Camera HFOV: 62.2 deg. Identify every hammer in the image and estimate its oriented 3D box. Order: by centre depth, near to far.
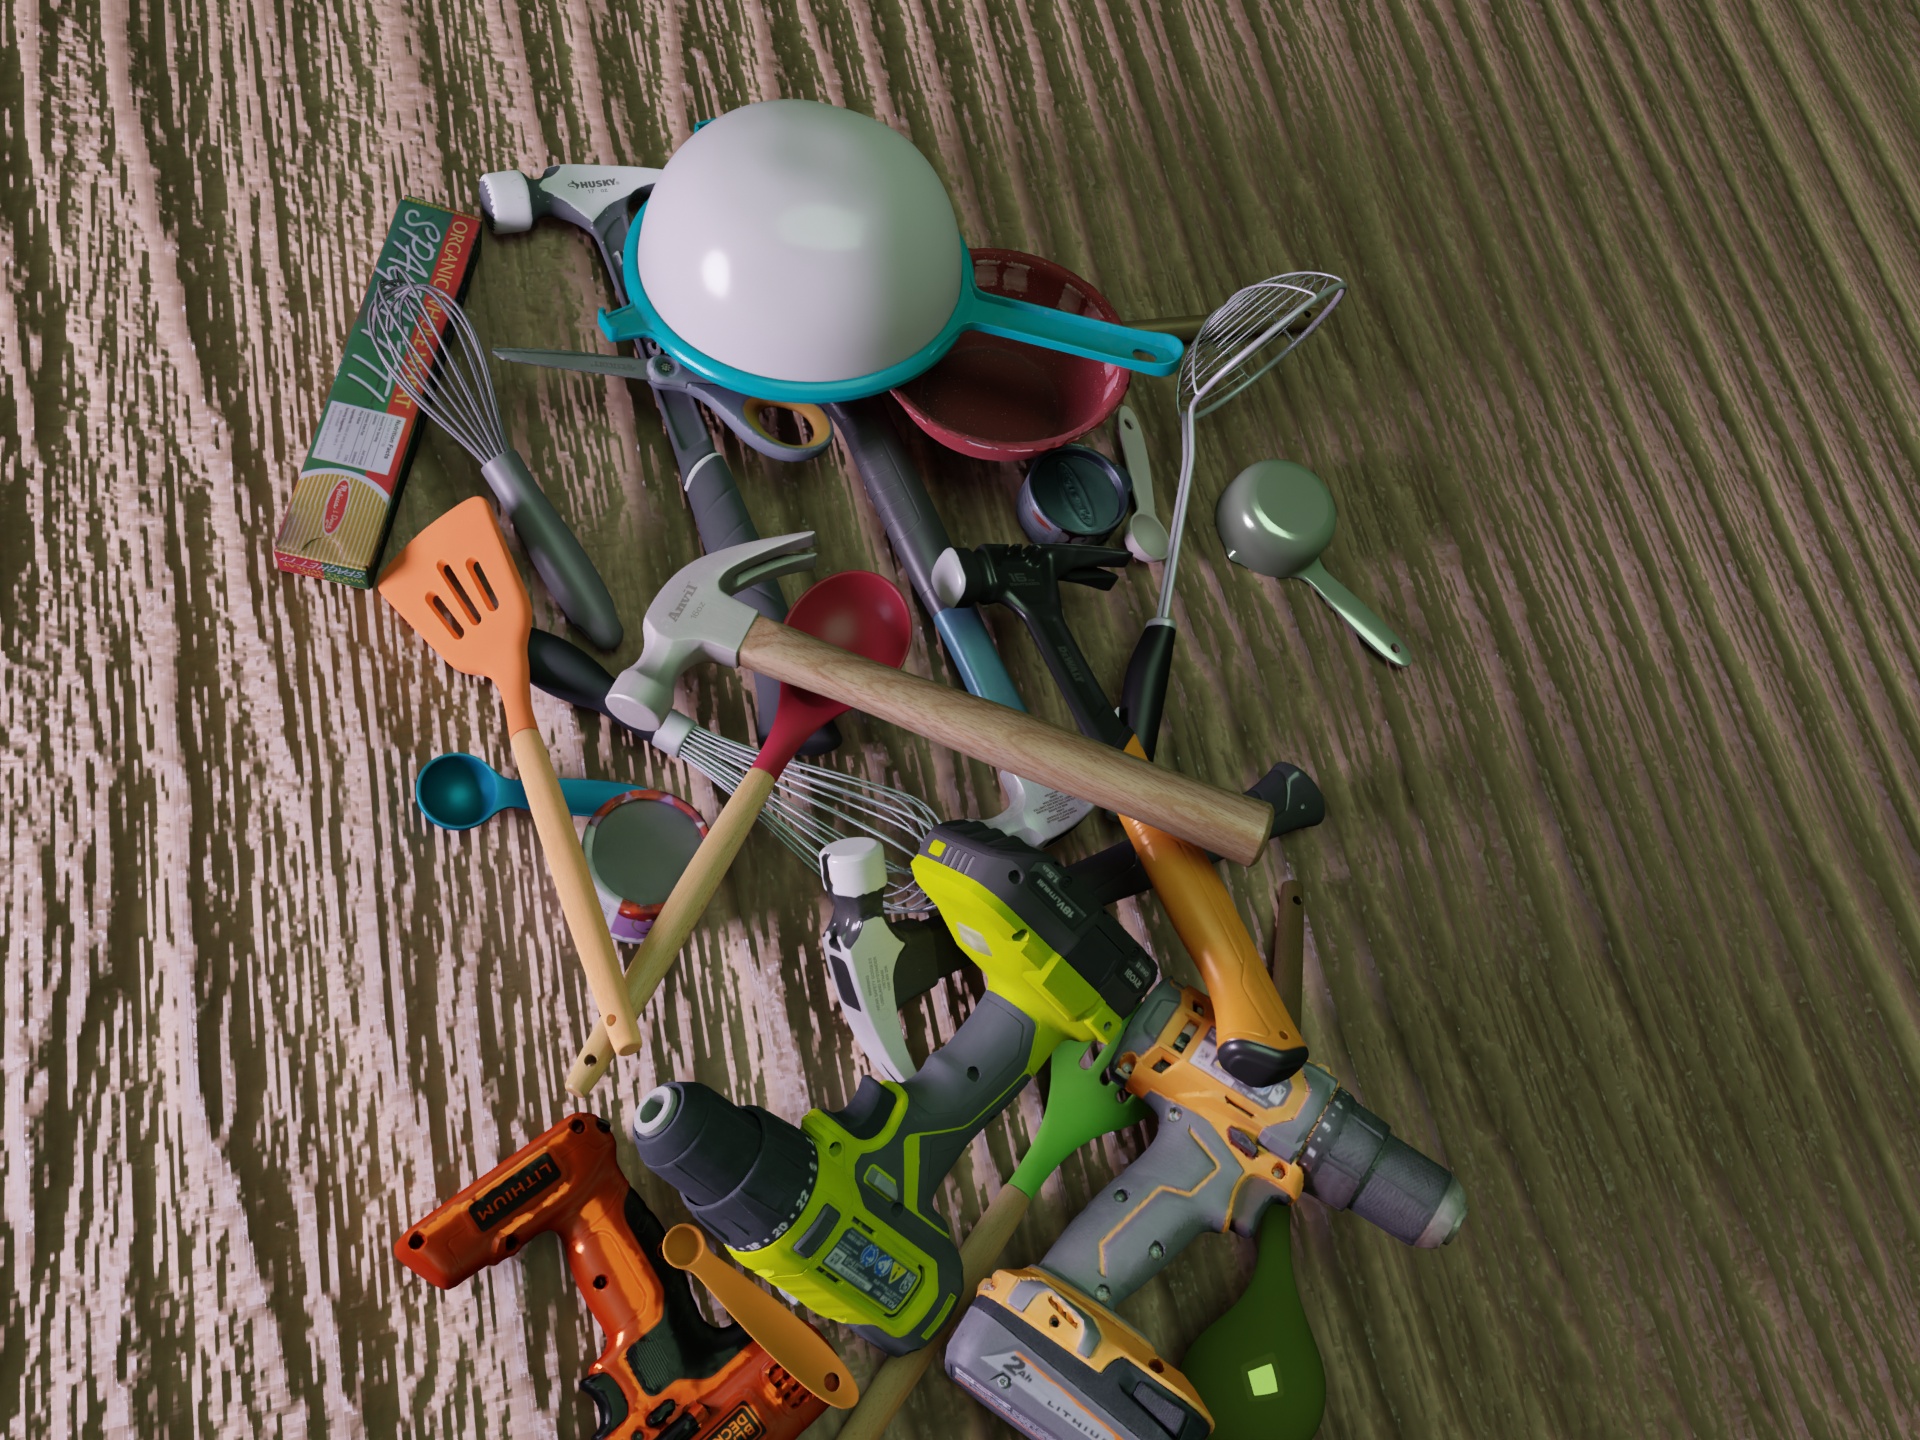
[{"bbox_3d":[-0.001,-0.003,0.806,0.331,0.031,0.130,21,61,5],"label":"hammer"},{"bbox_3d":[0.099,0.037,0.848,0.127,0.034,0.337,-4,55,-31],"label":"hammer"},{"bbox_3d":[0.077,0.093,0.875,0.334,0.035,0.146,-18,107,-32],"label":"hammer"},{"bbox_3d":[-0.154,-0.164,0.941,0.149,0.036,0.409,-15,73,-24],"label":"hammer"},{"bbox_3d":[-0.011,-0.077,0.947,0.128,0.033,0.331,-18,73,-23],"label":"hammer"}]

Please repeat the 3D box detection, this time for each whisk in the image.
[{"bbox_3d":[-0.126,0.023,0.855,0.284,0.070,0.070,29,61,2],"label":"whisk"},{"bbox_3d":[-0.252,-0.143,0.875,0.055,0.055,0.239,-33,93,-27],"label":"whisk"}]

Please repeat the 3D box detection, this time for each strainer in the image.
[{"bbox_3d":[-0.029,-0.276,0.922,0.340,0.095,0.211,15,58,2],"label":"strainer"}]

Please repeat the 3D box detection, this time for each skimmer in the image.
[{"bbox_3d":[0.161,-0.108,0.969,0.090,0.127,0.363,14,77,-6],"label":"skimmer"}]

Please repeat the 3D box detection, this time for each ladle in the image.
[{"bbox_3d":[-0.110,0.048,0.797,0.069,0.031,0.316,23,59,8],"label":"ladle"},{"bbox_3d":[0.167,0.234,0.865,0.078,0.062,0.320,19,56,-11],"label":"ladle"}]

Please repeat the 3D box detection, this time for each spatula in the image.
[{"bbox_3d":[-0.216,0.024,0.788,0.081,0.041,0.323,-36,57,12],"label":"spatula"}]

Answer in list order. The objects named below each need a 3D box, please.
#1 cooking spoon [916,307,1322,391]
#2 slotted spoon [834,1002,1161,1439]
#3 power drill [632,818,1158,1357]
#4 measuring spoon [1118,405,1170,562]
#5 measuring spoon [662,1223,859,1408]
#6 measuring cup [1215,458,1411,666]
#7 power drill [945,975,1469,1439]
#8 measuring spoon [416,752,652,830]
[{"bbox_3d":[0.109,-0.261,1.076,0.319,0.017,0.069,-10,74,-21],"label":"cooking spoon"},{"bbox_3d":[0.017,0.262,0.807,0.070,0.031,0.314,41,63,-2],"label":"slotted spoon"},{"bbox_3d":[-0.027,0.162,0.744,0.228,0.080,0.190,-52,123,-14],"label":"power drill"},{"bbox_3d":[0.112,-0.153,1.033,0.034,0.018,0.124,17,54,-33],"label":"measuring spoon"},{"bbox_3d":[-0.091,0.272,0.722,0.117,0.011,0.021,44,55,-4],"label":"measuring spoon"},{"bbox_3d":[0.239,-0.103,1.033,0.083,0.038,0.168,-38,80,-28],"label":"measuring cup"},{"bbox_3d":[0.121,0.258,0.765,0.185,0.084,0.226,30,64,17],"label":"power drill"},{"bbox_3d":[-0.222,0.043,0.840,0.128,0.021,0.042,5,64,-25],"label":"measuring spoon"}]
